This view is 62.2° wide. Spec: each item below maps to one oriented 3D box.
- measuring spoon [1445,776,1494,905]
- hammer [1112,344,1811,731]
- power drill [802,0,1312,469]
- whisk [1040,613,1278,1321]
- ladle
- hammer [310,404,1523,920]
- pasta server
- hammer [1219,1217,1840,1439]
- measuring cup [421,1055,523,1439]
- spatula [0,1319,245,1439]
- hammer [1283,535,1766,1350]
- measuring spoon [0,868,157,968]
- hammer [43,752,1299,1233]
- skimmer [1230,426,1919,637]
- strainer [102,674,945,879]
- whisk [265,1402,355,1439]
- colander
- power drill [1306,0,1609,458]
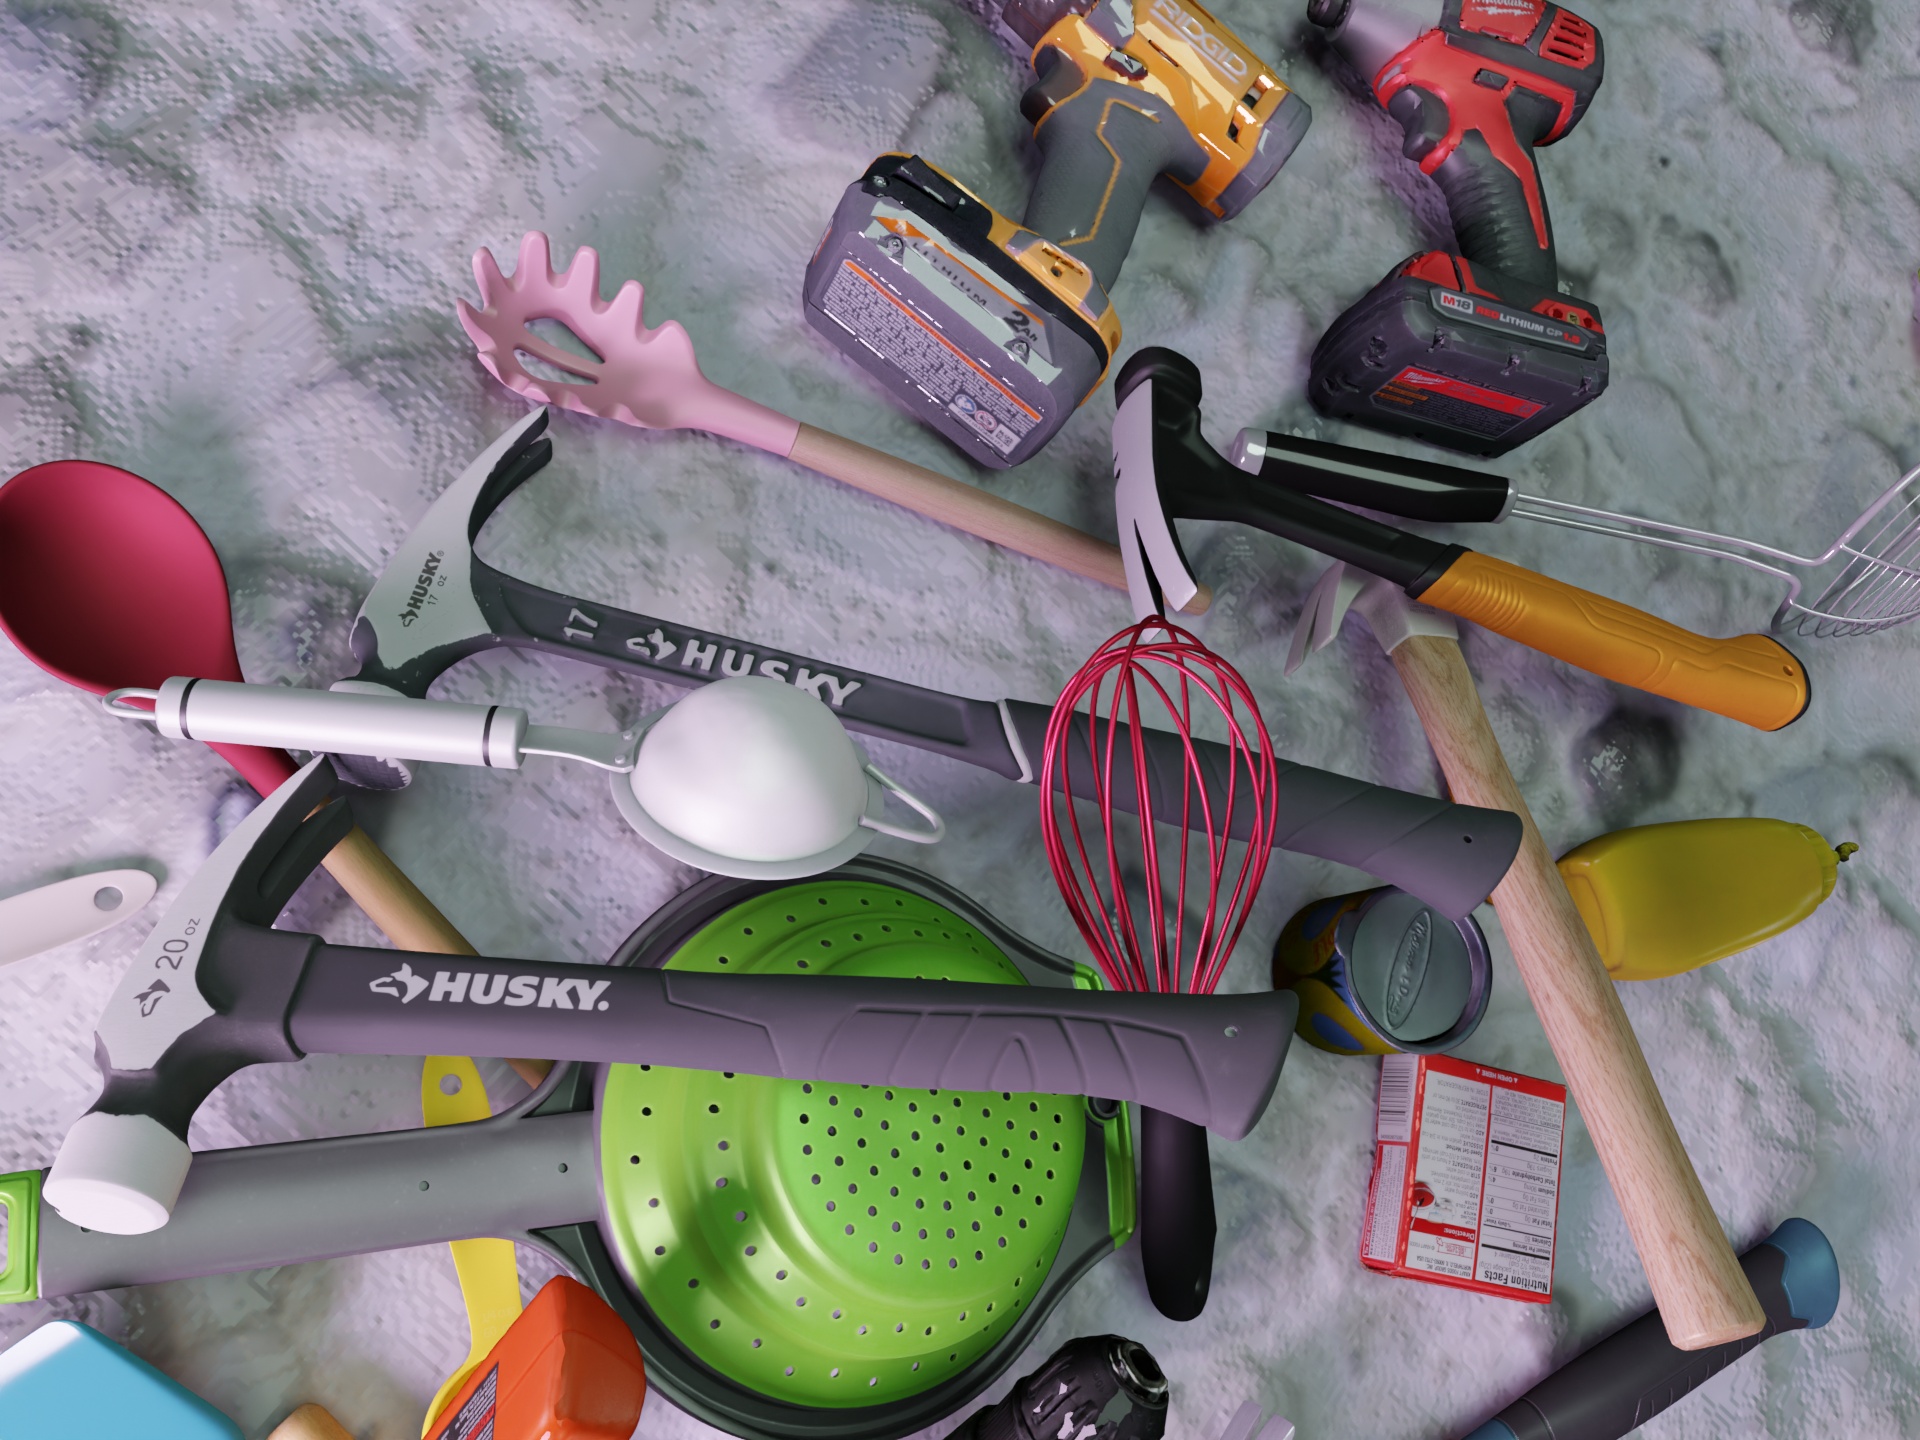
[{"bbox_3d":[0.218,0.024,0.696,0.021,0.011,0.117,-13,86,-22],"label":"measuring spoon"},{"bbox_3d":[0.214,-0.047,0.642,0.336,0.034,0.127,16,52,-20],"label":"hammer"},{"bbox_3d":[0.025,-0.237,0.653,0.185,0.084,0.226,38,64,-7],"label":"power drill"},{"bbox_3d":[0.069,0.098,0.526,0.073,0.073,0.295,-21,124,-22],"label":"whisk"},{"bbox_3d":[-0.205,0.044,0.535,0.315,0.031,0.069,49,61,-5],"label":"ladle"},{"bbox_3d":[-0.001,-0.002,0.559,0.409,0.036,0.149,14,62,-3],"label":"hammer"},{"bbox_3d":[-0.038,-0.102,0.620,0.316,0.040,0.060,20,73,-15],"label":"pasta server"},{"bbox_3d":[0.225,0.282,0.623,0.331,0.033,0.128,-18,91,-23],"label":"hammer"},{"bbox_3d":[-0.157,0.184,0.523,0.062,0.029,0.157,-8,72,-27],"label":"measuring cup"},{"bbox_3d":[-0.177,0.304,0.476,0.082,0.044,0.317,-39,95,8],"label":"spatula"},{"bbox_3d":[0.217,0.067,0.610,0.130,0.031,0.332,2,58,-28],"label":"hammer"},{"bbox_3d":[-0.317,0.074,0.499,0.124,0.018,0.034,-21,85,-29],"label":"measuring spoon"},{"bbox_3d":[-0.071,0.082,0.460,0.335,0.035,0.146,3,48,2],"label":"hammer"},{"bbox_3d":[0.299,-0.107,0.721,0.363,0.127,0.090,10,51,-5],"label":"skimmer"},{"bbox_3d":[-0.131,0.005,0.485,0.258,0.050,0.087,5,37,-3],"label":"strainer"},{"bbox_3d":[-0.124,0.304,0.495,0.245,0.047,0.051,47,56,0],"label":"whisk"},{"bbox_3d":[-0.100,0.135,0.491,0.397,0.094,0.205,0,74,-25],"label":"colander"},{"bbox_3d":[0.222,-0.243,0.724,0.143,0.078,0.220,12,72,-16],"label":"power drill"}]
